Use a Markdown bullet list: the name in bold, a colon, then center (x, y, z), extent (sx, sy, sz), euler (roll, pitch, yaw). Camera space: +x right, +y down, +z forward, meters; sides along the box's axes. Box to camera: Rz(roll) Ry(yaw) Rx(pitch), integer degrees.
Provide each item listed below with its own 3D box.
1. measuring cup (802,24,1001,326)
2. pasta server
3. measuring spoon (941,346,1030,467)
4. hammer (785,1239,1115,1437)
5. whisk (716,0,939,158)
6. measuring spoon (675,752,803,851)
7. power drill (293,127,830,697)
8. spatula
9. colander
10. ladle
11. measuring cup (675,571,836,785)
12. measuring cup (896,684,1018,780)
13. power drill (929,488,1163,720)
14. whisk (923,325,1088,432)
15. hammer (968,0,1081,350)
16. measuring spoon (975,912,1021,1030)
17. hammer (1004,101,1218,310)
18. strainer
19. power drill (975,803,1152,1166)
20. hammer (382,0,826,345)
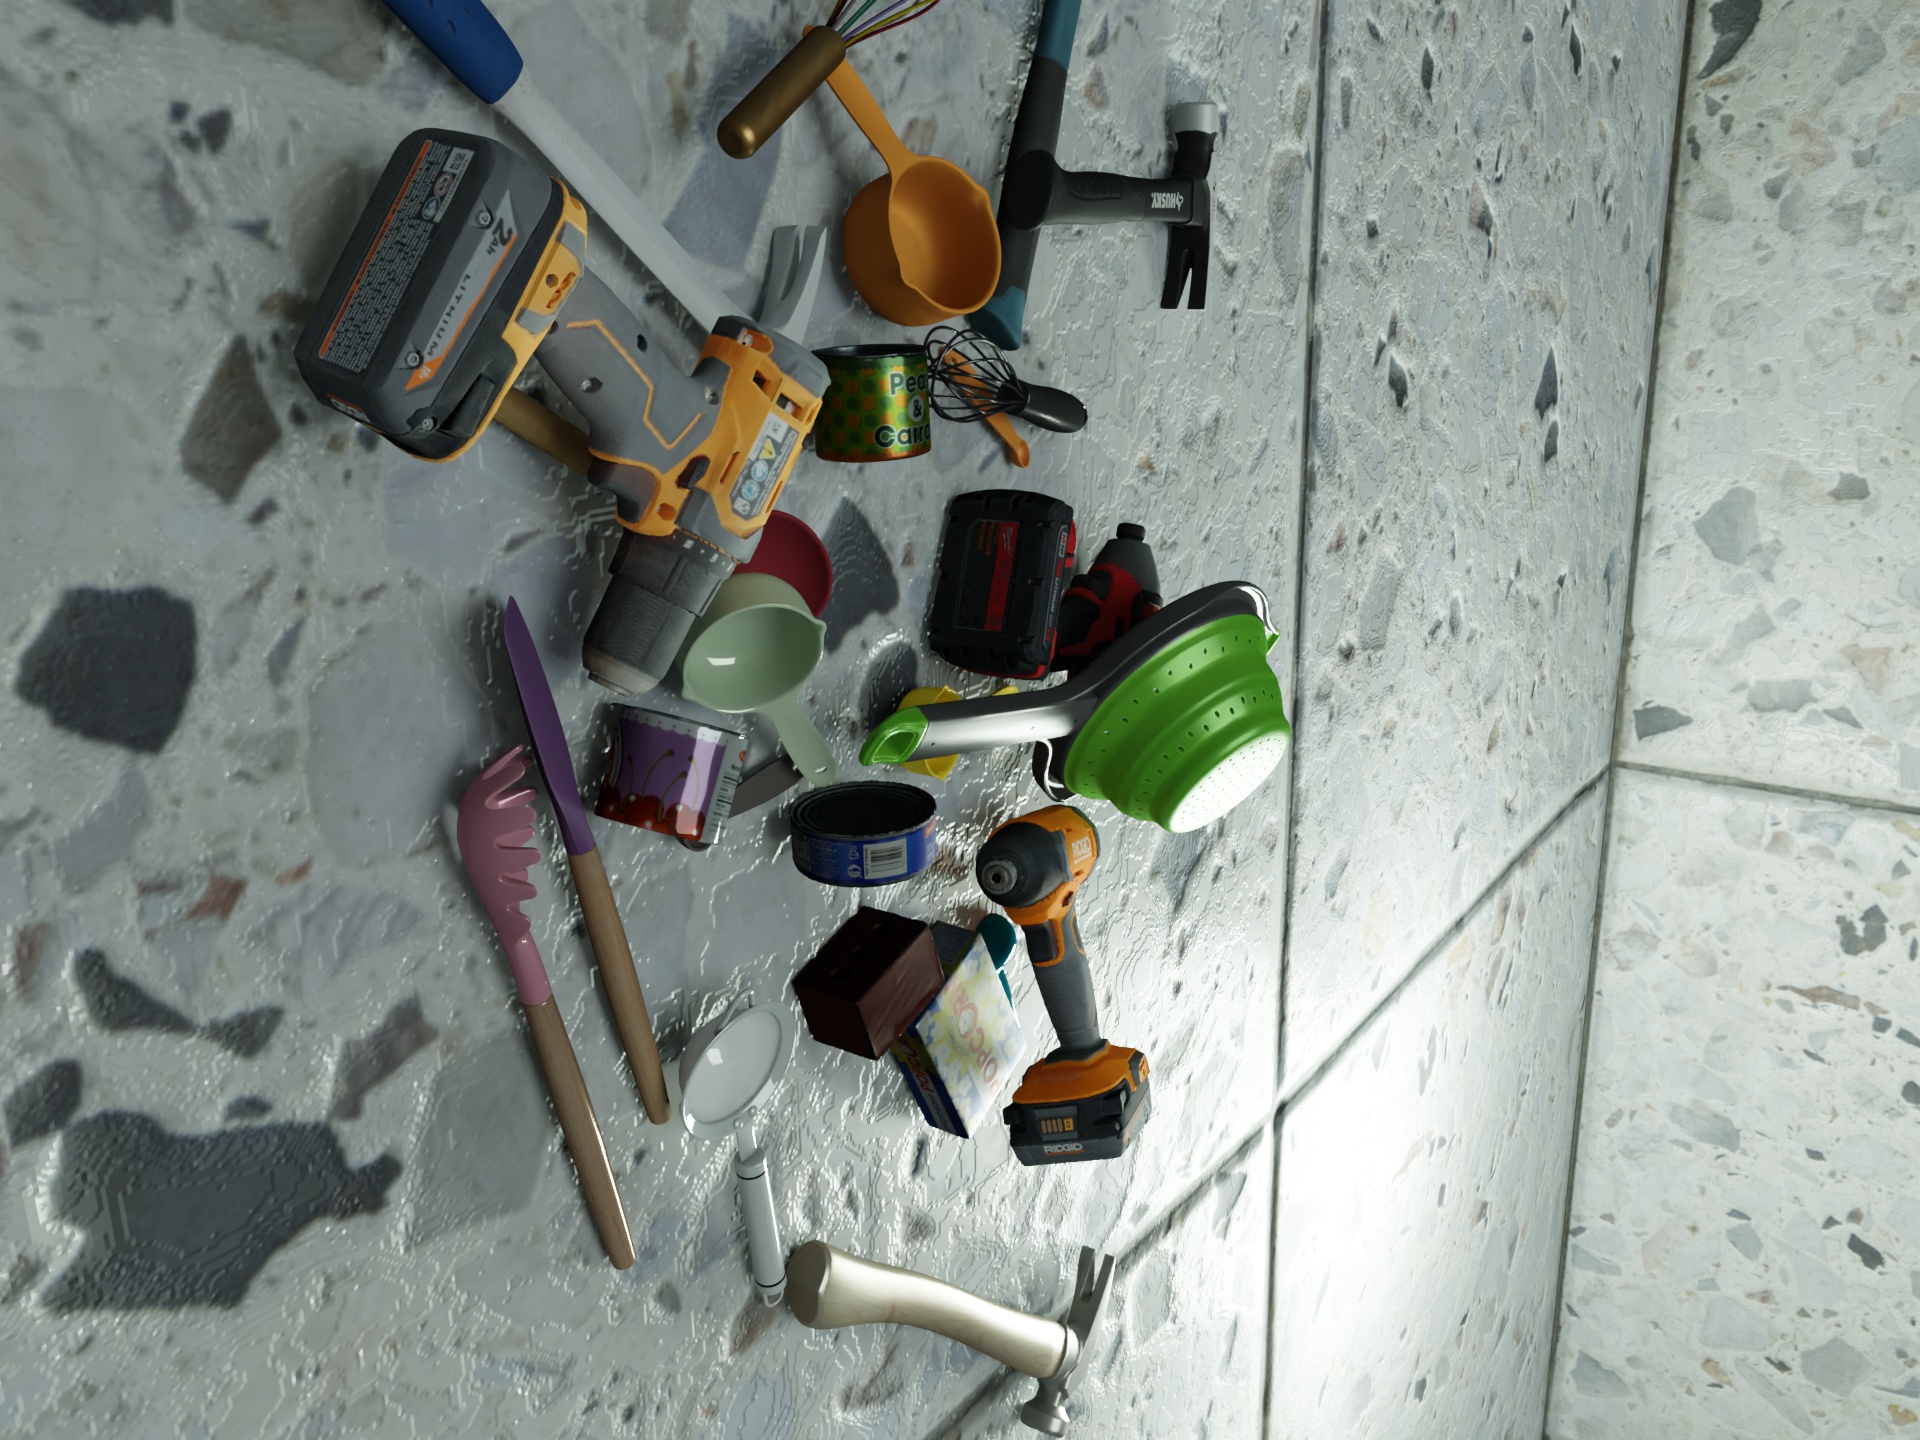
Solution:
- **measuring cup**: center (-0.048, -0.298, 0.882), extent (0.173, 0.052, 0.095), euler (52, 53, -25)
- **pasta server**: center (-0.196, 0.156, 0.790), extent (0.040, 0.060, 0.316), euler (-14, 119, -10)
- **measuring spoon**: center (0.015, -0.201, 1.027), extent (0.116, 0.011, 0.021), euler (45, 47, -47)
- **hammer**: center (0.003, 0.420, 1.148), extent (0.410, 0.038, 0.146), euler (44, 61, -50)
- **whisk**: center (-0.055, -0.357, 0.821), extent (0.047, 0.051, 0.245), euler (51, 49, -27)
- **measuring spoon**: center (-0.123, 0.039, 0.890), extent (0.124, 0.018, 0.034), euler (-31, 123, -56)
- **power drill**: center (-0.167, -0.121, 0.690), extent (0.226, 0.084, 0.185), euler (29, 87, -54)
- **spatula**: center (-0.183, 0.082, 0.793), extent (0.060, 0.018, 0.315), euler (-108, -172, -60)
- **colander**: center (0.101, 0.018, 1.025), extent (0.397, 0.095, 0.204), euler (-9, 142, -47)
- **ladle**: center (-0.169, -0.119, 0.765), extent (0.069, 0.031, 0.315), euler (-57, 141, 1)
- **measuring cup**: center (-0.103, -0.019, 0.868), extent (0.083, 0.038, 0.167), euler (-27, 144, -3)
- **measuring cup**: center (-0.002, -0.003, 1.048), extent (0.156, 0.029, 0.062), euler (-26, 120, -63)
- **power drill**: center (0.073, -0.082, 1.084), extent (0.219, 0.078, 0.143), euler (14, 85, -59)
- **whisk**: center (0.033, -0.207, 1.005), extent (0.239, 0.055, 0.055), euler (-7, 104, -65)
- **hammer**: center (0.053, -0.401, 1.008), extent (0.128, 0.033, 0.331), euler (13, 88, -55)
- **measuring spoon**: center (0.036, 0.196, 1.147), extent (0.042, 0.021, 0.128), euler (-42, 130, -41)
- **hammer**: center (0.109, -0.340, 1.055), extent (0.335, 0.035, 0.146), euler (-33, 127, -59)
- **strainer**: center (-0.124, 0.248, 0.916), extent (0.087, 0.050, 0.258), euler (-32, 130, -40)
- **power drill**: center (0.062, 0.174, 1.064), extent (0.164, 0.084, 0.226), euler (-6, 86, -71)
- **hammer**: center (-0.188, -0.274, 0.690), extent (0.405, 0.035, 0.144), euler (44, 63, -51)
